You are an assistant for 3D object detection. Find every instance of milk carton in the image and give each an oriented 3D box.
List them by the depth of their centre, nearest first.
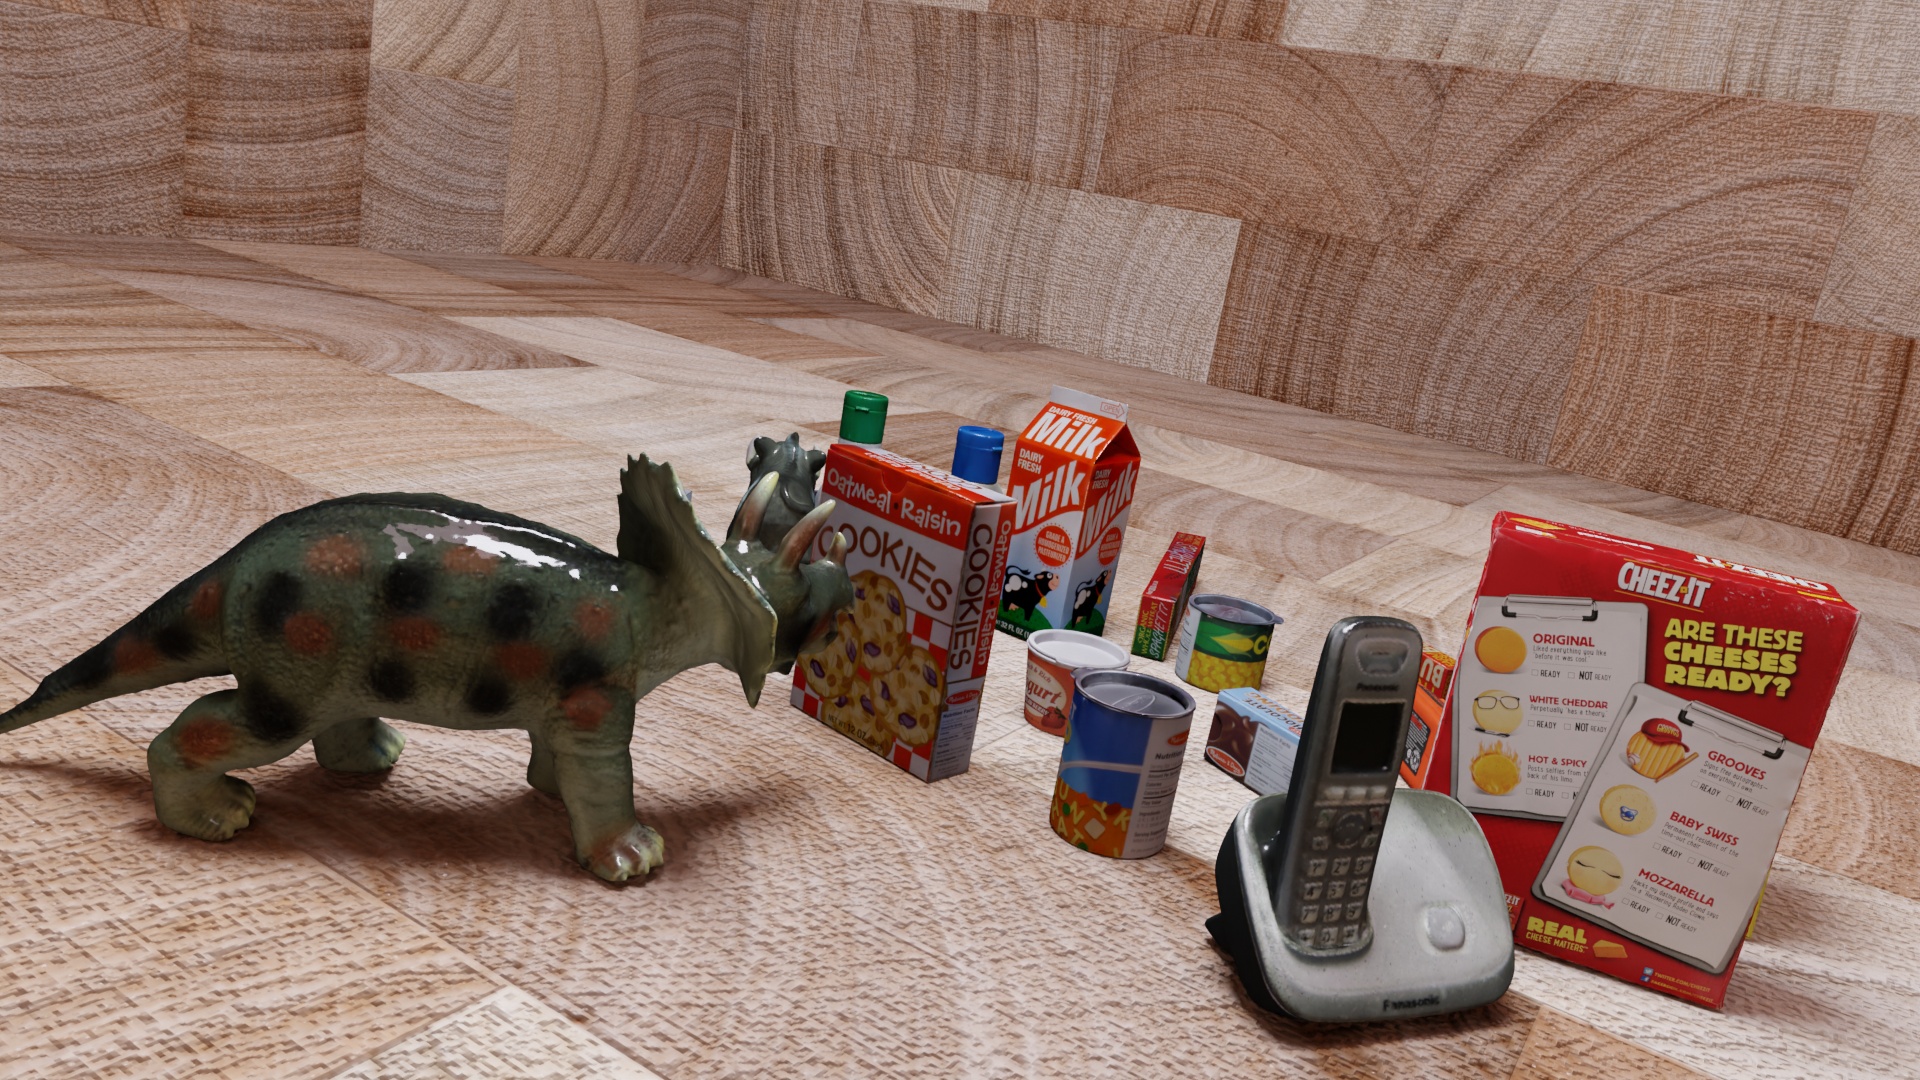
[{"bbox_3d":[0.081,-0.019,1.063,0.072,0.190,0.073,20,17,34],"label":"milk carton"}]

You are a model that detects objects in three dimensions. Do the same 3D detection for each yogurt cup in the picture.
[{"bbox_3d":[0.073,0.094,0.904,0.072,0.053,0.072,9,15,-2],"label":"yogurt cup"}]

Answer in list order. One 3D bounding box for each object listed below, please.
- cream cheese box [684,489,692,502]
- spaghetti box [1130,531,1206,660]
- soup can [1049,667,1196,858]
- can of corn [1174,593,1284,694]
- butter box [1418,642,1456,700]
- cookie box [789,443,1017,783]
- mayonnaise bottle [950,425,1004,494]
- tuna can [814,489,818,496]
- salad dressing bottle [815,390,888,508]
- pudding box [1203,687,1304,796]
[{"bbox_3d":[-0.232,-0.005,1.072,0.024,0.053,0.104,10,15,0],"label":"cream cheese box"},{"bbox_3d":[0.179,0.042,1.176,0.029,0.050,0.251,13,15,12],"label":"spaghetti box"},{"bbox_3d":[0.085,0.119,0.757,0.071,0.083,0.071,9,14,-2],"label":"soup can"},{"bbox_3d":[0.200,0.078,1.038,0.071,0.058,0.071,9,15,-2],"label":"can of corn"},{"bbox_3d":[0.338,0.101,1.054,0.024,0.053,0.104,4,16,-23],"label":"butter box"},{"bbox_3d":[-0.037,0.039,0.814,0.123,0.167,0.040,22,19,39],"label":"cookie box"},{"bbox_3d":[0.004,-0.013,1.075,0.041,0.147,0.065,21,18,38],"label":"mayonnaise bottle"},{"bbox_3d":[-0.136,-0.023,1.241,0.071,0.032,0.071,9,15,-2],"label":"tuna can"},{"bbox_3d":[-0.088,-0.049,1.147,0.064,0.147,0.044,11,14,3],"label":"salad dressing bottle"},{"bbox_3d":[0.192,0.129,0.859,0.030,0.049,0.084,0,17,-34],"label":"pudding box"}]
